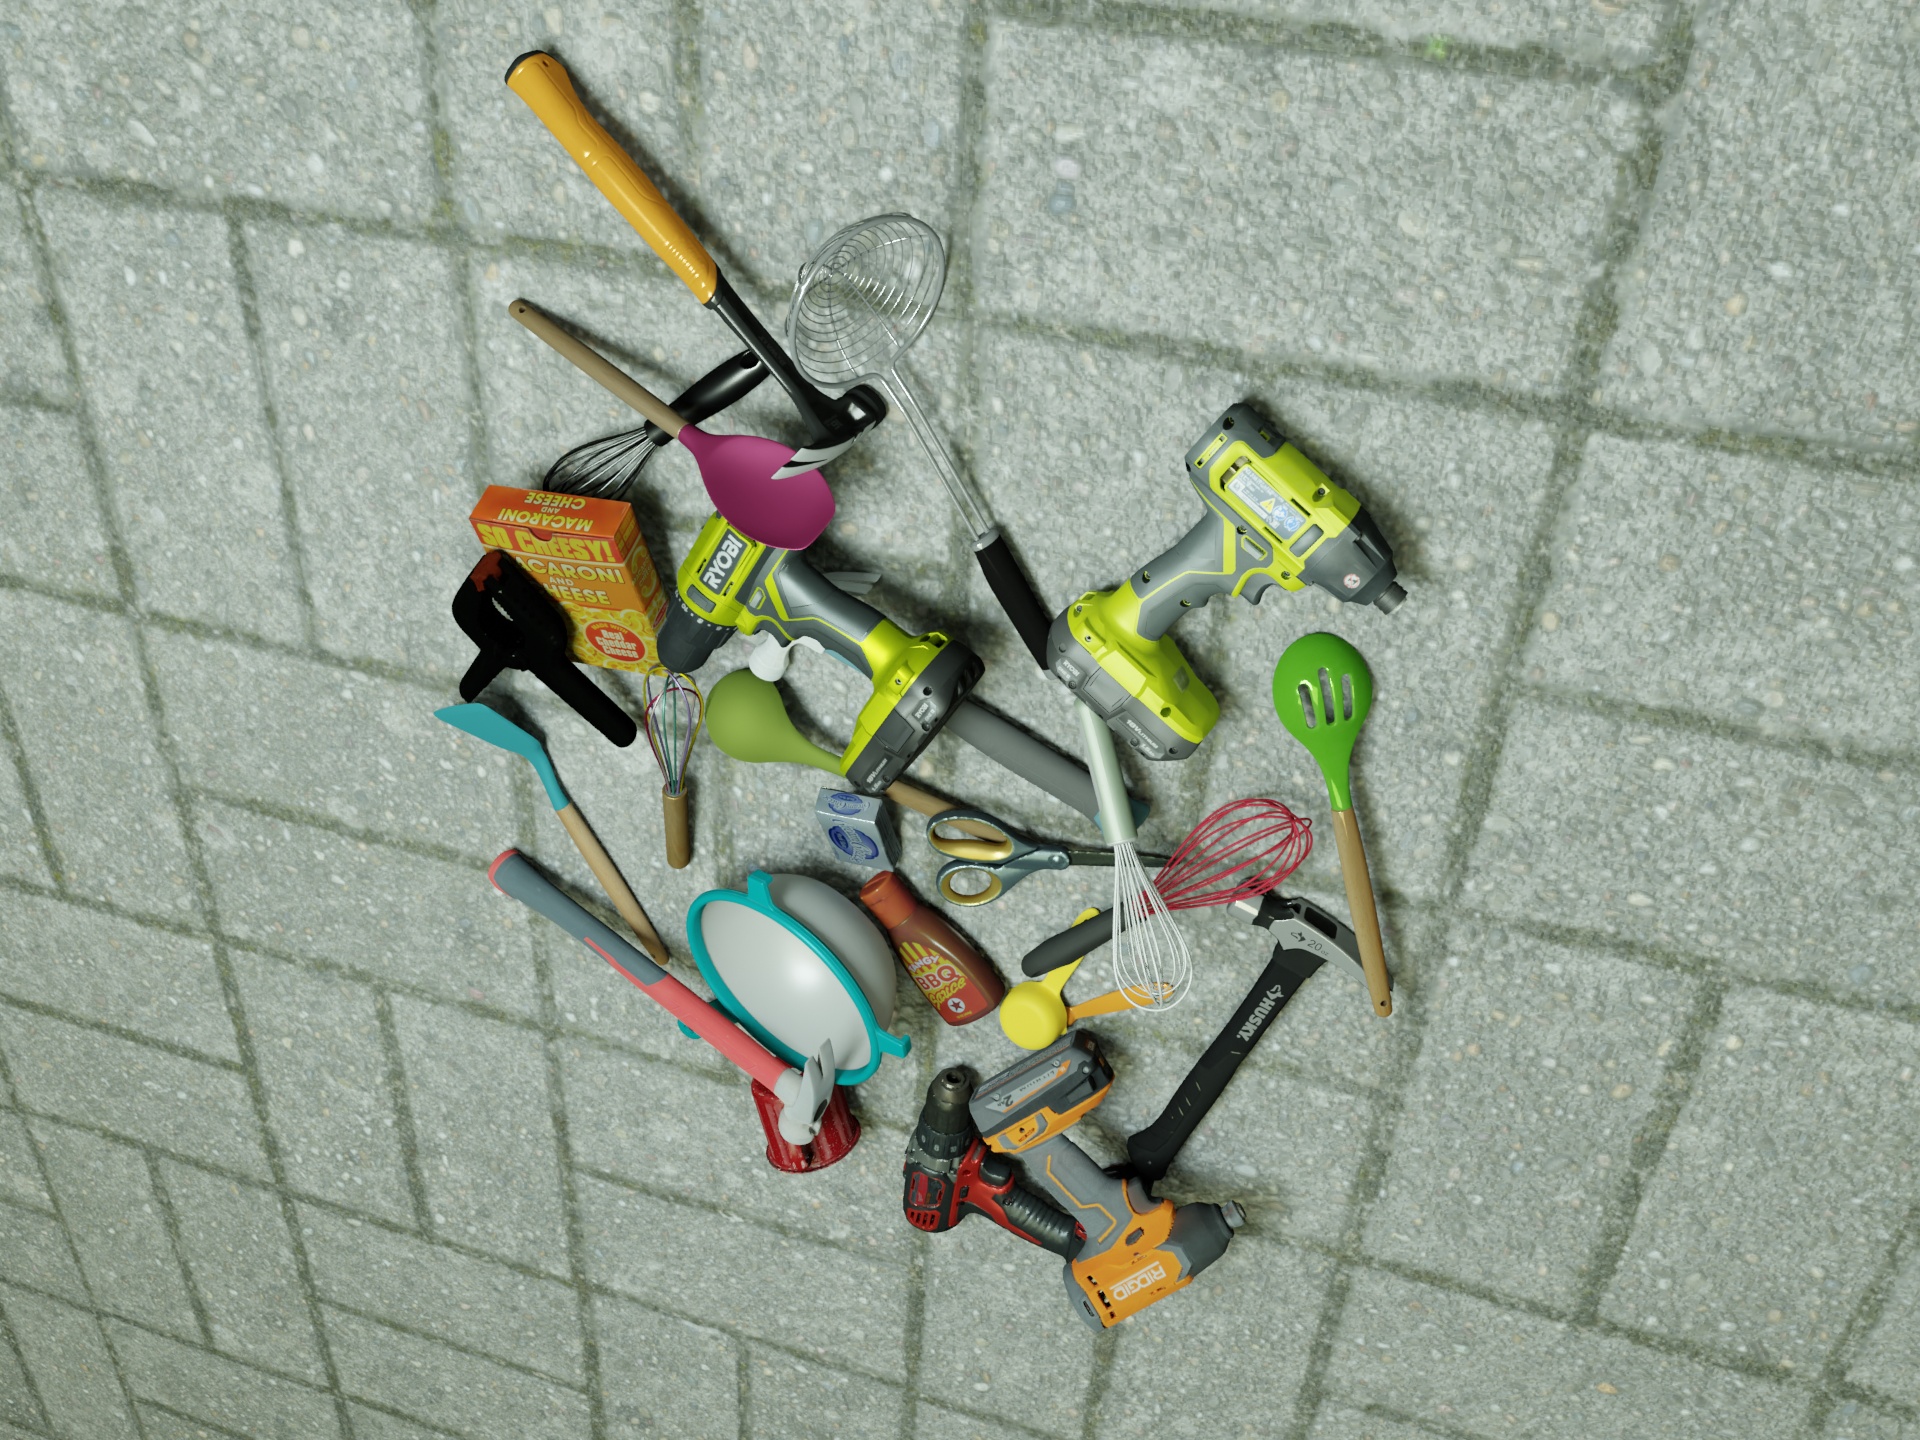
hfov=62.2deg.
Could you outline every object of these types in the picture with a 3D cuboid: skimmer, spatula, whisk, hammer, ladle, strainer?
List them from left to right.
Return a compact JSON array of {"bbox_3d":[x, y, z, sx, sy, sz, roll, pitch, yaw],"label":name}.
[{"bbox_3d":[-0.353,0.105,1.432,0.082,0.044,0.317,-8,120,41],"label":"spatula"},{"bbox_3d":[-0.272,0.224,1.415,0.386,0.038,0.143,34,141,16],"label":"hammer"},{"bbox_3d":[-0.227,-0.213,1.187,0.239,0.055,0.055,-27,108,27],"label":"whisk"},{"bbox_3d":[-0.237,0.045,1.333,0.047,0.051,0.244,-4,137,-11],"label":"whisk"},{"bbox_3d":[-0.190,-0.312,1.079,0.034,0.127,0.337,-37,97,35],"label":"hammer"},{"bbox_3d":[-0.159,0.224,1.418,0.211,0.095,0.340,50,145,-6],"label":"strainer"},{"bbox_3d":[-0.060,0.047,1.295,0.320,0.062,0.078,24,117,-3],"label":"ladle"},{"bbox_3d":[-0.002,-0.004,1.240,0.331,0.033,0.128,32,127,-1],"label":"hammer"},{"bbox_3d":[0.000,-0.172,1.098,0.363,0.127,0.090,59,165,-23],"label":"skimmer"},{"bbox_3d":[0.123,0.098,1.197,0.059,0.058,0.246,-14,87,7],"label":"whisk"},{"bbox_3d":[0.153,0.139,1.247,0.296,0.073,0.073,-35,104,35],"label":"whisk"},{"bbox_3d":[0.228,0.280,1.327,0.146,0.035,0.334,28,126,4],"label":"hammer"}]

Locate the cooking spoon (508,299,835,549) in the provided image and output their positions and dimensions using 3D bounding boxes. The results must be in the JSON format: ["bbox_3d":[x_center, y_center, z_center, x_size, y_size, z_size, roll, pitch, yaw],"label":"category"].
[{"bbox_3d":[-0.213,-0.219,1.134,0.319,0.017,0.069,37,83,19],"label":"cooking spoon"}]

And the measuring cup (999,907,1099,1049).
[{"bbox_3d":[0.078,0.219,1.344,0.062,0.029,0.156,35,124,15],"label":"measuring cup"}]

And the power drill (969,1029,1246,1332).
[{"bbox_3d":[0.126,0.383,1.348,0.164,0.084,0.226,-31,88,9],"label":"power drill"}]

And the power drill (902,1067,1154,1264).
[{"bbox_3d":[0.057,0.420,1.456,0.227,0.080,0.187,17,124,13],"label":"power drill"}]

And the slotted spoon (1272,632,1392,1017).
[{"bbox_3d":[0.286,0.085,1.166,0.070,0.031,0.313,-15,111,3],"label":"slotted spoon"}]

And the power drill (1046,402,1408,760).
[{"bbox_3d":[0.179,-0.081,1.090,0.171,0.080,0.223,43,123,1],"label":"power drill"}]

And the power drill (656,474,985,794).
[{"bbox_3d":[-0.114,-0.054,1.183,0.228,0.080,0.190,40,125,3],"label":"power drill"}]

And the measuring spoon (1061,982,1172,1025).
[{"bbox_3d":[0.129,0.243,1.355,0.117,0.011,0.021,-21,111,30],"label":"measuring spoon"}]
